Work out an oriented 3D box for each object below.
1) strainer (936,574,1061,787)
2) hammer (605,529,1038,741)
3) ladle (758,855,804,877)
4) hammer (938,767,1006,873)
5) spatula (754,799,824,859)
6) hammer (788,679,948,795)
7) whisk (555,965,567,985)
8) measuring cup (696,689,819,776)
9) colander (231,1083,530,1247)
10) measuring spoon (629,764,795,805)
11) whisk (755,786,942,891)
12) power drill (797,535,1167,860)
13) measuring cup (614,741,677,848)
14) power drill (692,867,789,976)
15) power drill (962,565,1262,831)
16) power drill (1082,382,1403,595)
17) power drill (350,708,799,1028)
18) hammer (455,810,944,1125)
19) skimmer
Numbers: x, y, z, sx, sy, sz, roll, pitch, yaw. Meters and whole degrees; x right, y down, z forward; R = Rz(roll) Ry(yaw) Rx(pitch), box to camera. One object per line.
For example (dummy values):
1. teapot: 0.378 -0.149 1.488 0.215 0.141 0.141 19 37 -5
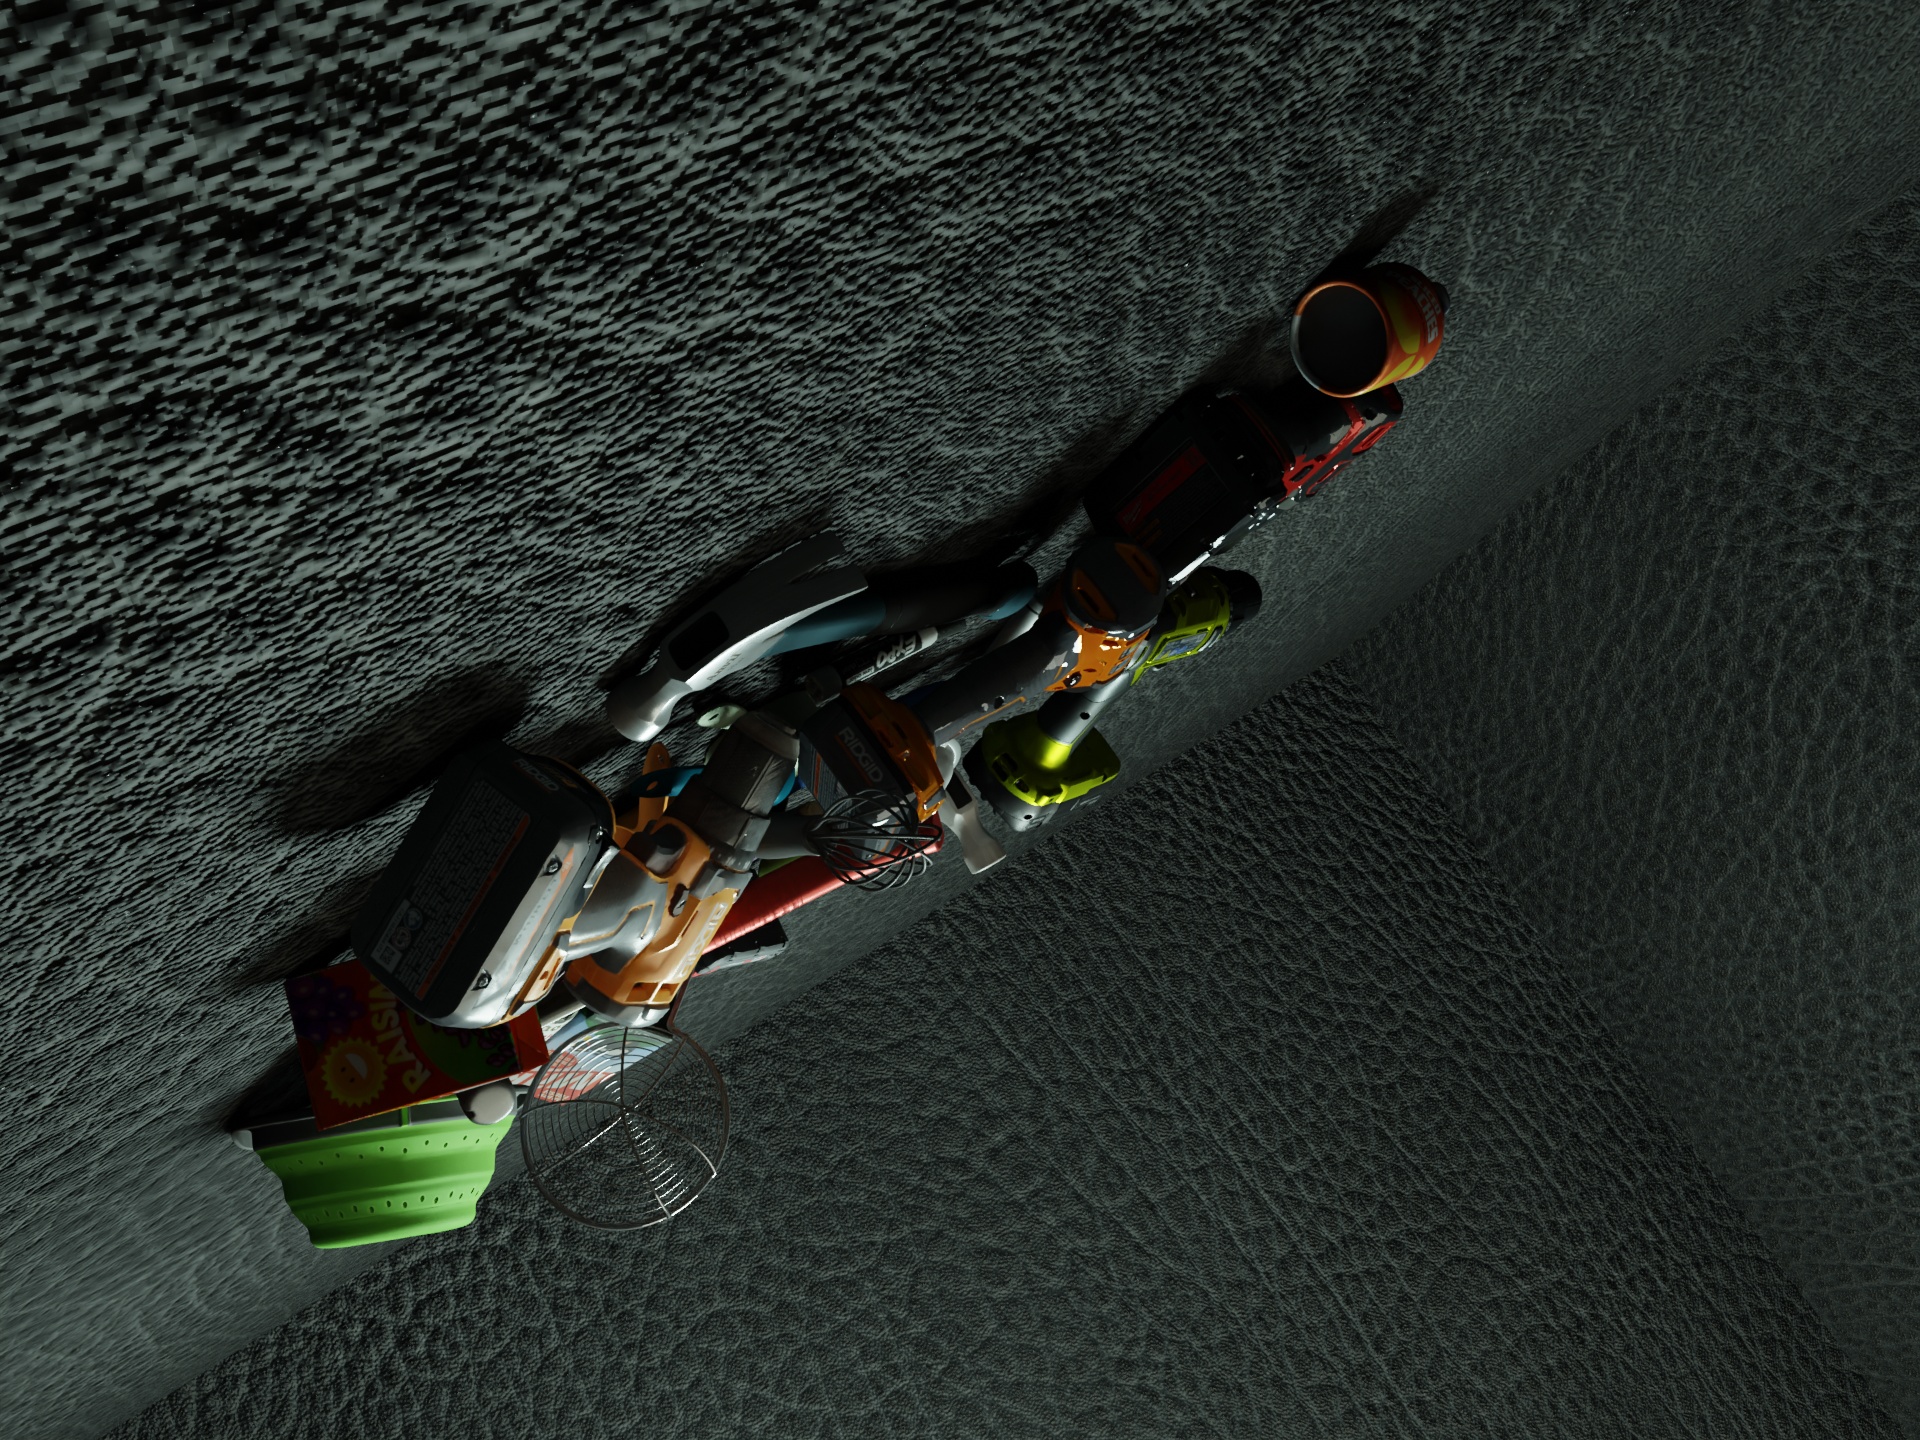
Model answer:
1. strainer: -0.002 -0.003 1.088 0.086 0.050 0.258 2 135 -42
2. hammer: -0.045 -0.059 0.866 0.128 0.033 0.331 -38 170 28
3. ladle: -0.210 0.170 1.478 0.078 0.062 0.320 -19 170 -41
4. hammer: -0.069 0.087 1.348 0.031 0.130 0.331 -29 -179 -27
5. spatula: -0.126 0.078 1.158 0.060 0.018 0.316 -51 -174 -15
6. hammer: -0.003 -0.020 1.162 0.405 0.035 0.144 -27 159 -31
7. whisk: -0.266 0.166 1.133 0.047 0.051 0.245 -3 -160 32
8. measuring cup: -0.122 0.014 0.948 0.083 0.038 0.167 -35 173 3
9. colander: -0.441 0.343 1.202 0.204 0.094 0.397 -1 164 -27
10. measuring spoon: -0.137 0.039 0.905 0.128 0.021 0.042 -2 131 -57
11. whisk: -0.079 0.065 0.869 0.055 0.055 0.239 -29 -169 -27
12. power drill: 0.014 -0.011 0.962 0.226 0.084 0.164 -34 169 -15
13. measuring cup: -0.169 0.062 0.959 0.052 0.095 0.173 -33 154 -37
14. power drill: -0.266 0.212 1.346 0.219 0.079 0.143 -34 164 24
15. power drill: 0.118 -0.027 1.190 0.190 0.080 0.228 -16 151 -48
16. power drill: 0.174 -0.151 1.034 0.188 0.080 0.226 -41 171 39
17. power drill: -0.172 0.067 0.794 0.185 0.084 0.226 -58 159 3
18. hammer: -0.172 0.133 1.038 0.359 0.036 0.149 -26 -149 -20
19. skimmer: -0.200 0.197 1.103 0.363 0.127 0.090 -83 -171 -68
